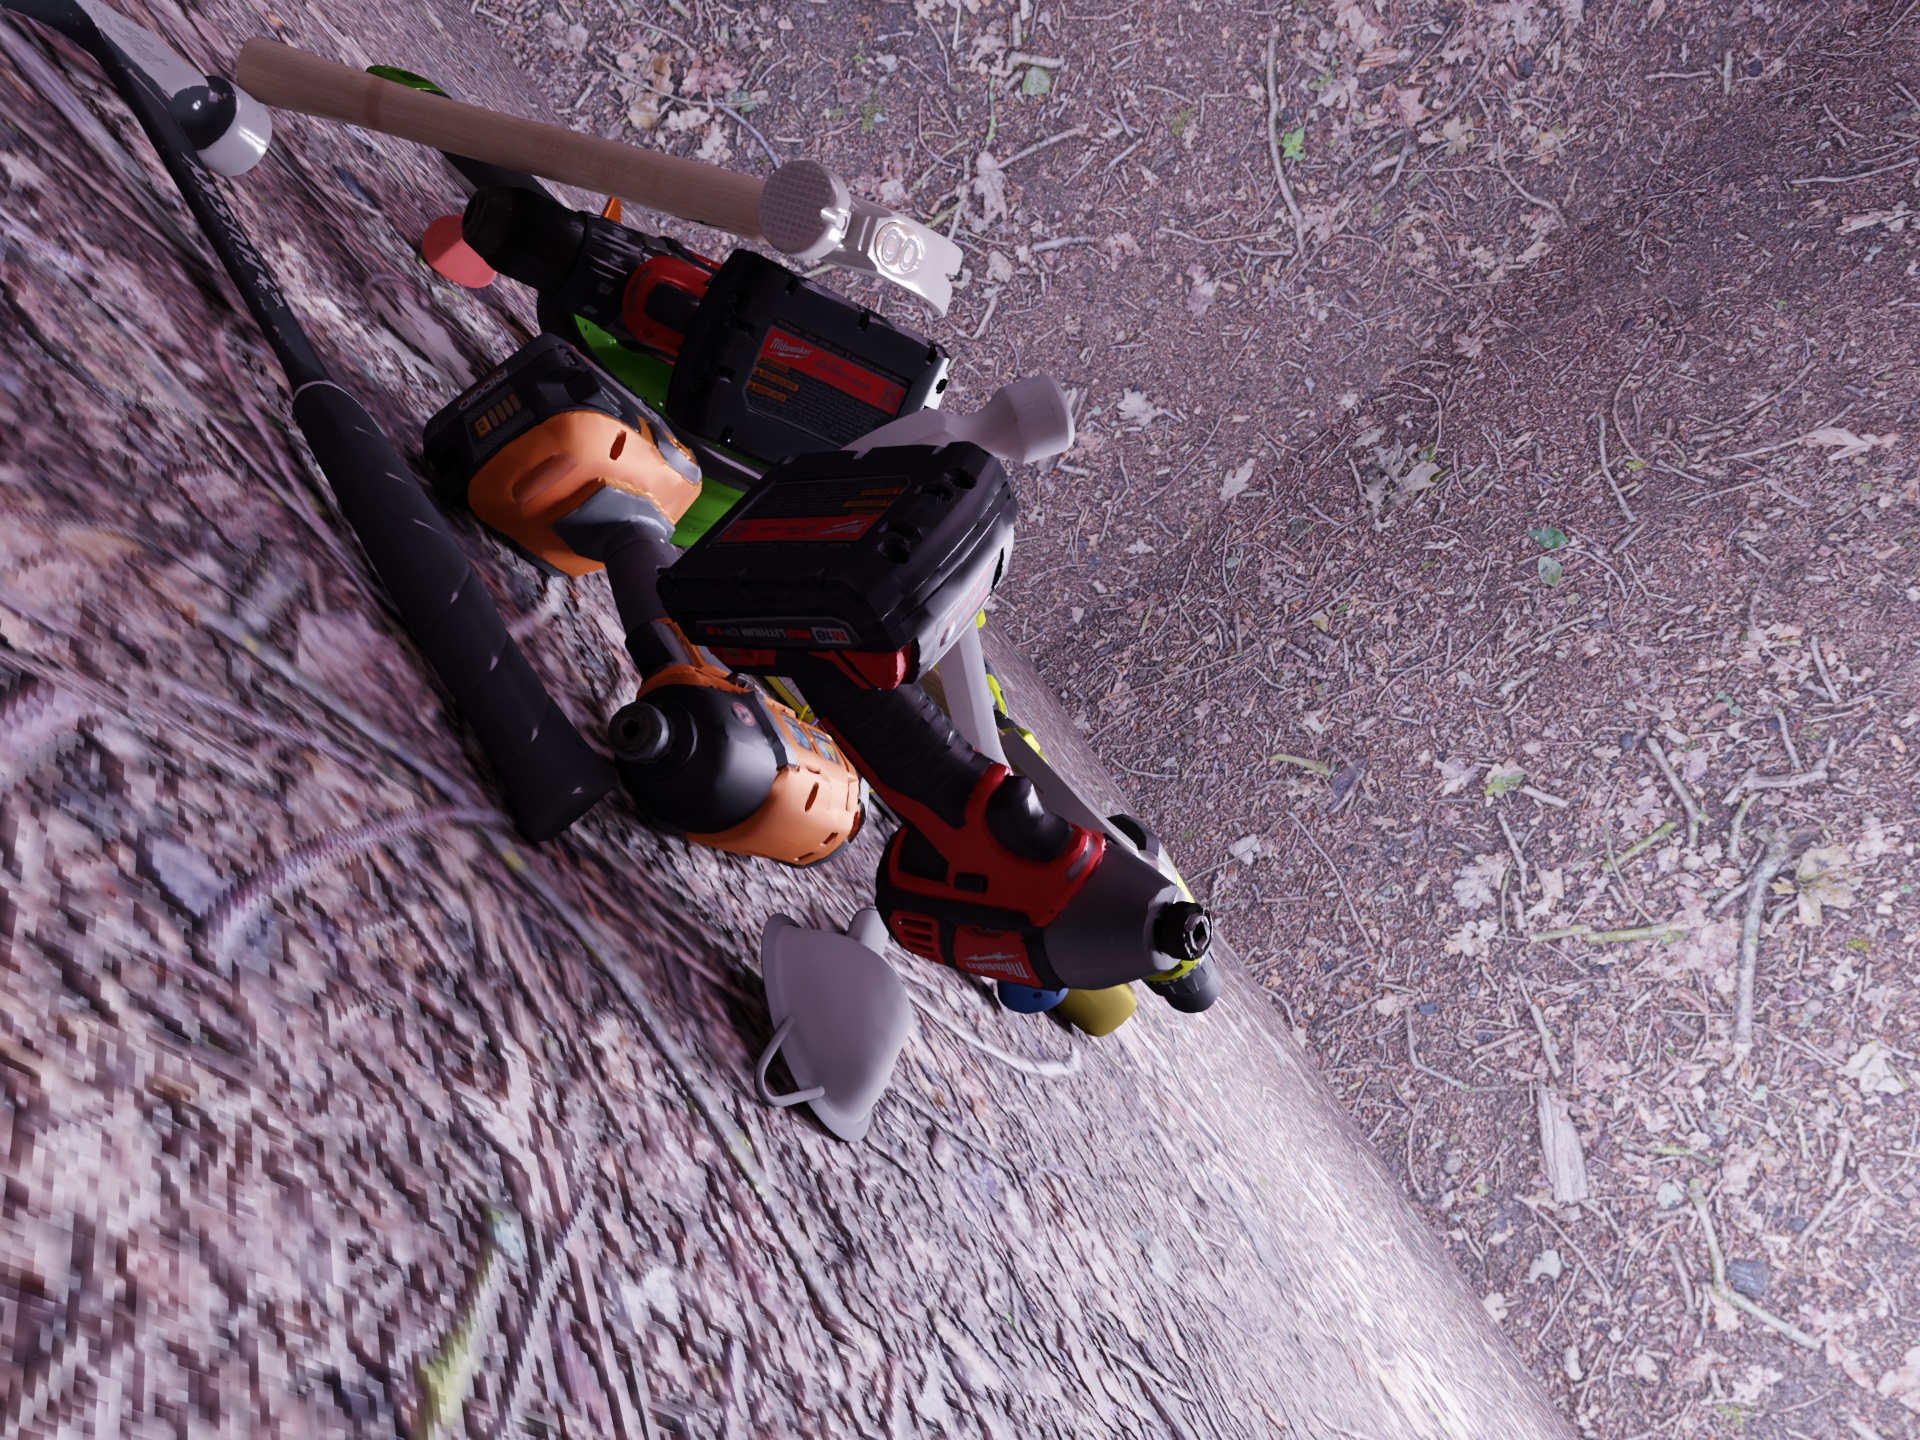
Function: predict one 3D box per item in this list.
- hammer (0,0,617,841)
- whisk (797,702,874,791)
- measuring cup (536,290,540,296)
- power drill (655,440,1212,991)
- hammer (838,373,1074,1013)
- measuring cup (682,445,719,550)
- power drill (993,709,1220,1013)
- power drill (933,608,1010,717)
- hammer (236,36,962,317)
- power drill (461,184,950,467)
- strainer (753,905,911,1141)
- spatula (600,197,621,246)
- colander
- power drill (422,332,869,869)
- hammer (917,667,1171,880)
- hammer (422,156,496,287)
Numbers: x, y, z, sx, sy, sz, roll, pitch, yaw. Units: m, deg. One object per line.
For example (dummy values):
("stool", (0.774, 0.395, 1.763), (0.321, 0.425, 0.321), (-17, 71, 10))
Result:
("hammer", (-0.233, -0.125, 0.565), (0.409, 0.036, 0.149), (54, 8, 20))
("whisk", (-0.029, 0.025, 0.945), (0.244, 0.051, 0.047), (20, 43, -61))
("measuring cup", (-0.226, -0.232, 1.066), (0.174, 0.052, 0.095), (62, -19, 6))
("power drill", (0.000, 0.013, 0.573), (0.143, 0.078, 0.219), (5, -45, 42))
("hammer", (0.005, 0.021, 0.793), (0.405, 0.144, 0.035), (77, -9, -45))
("measuring cup", (-0.150, -0.161, 1.078), (0.083, 0.038, 0.167), (58, 33, -8))
("power drill", (0.087, 0.104, 1.123), (0.229, 0.080, 0.190), (39, -13, 45))
("power drill", (-0.010, -0.055, 1.228), (0.171, 0.080, 0.223), (-101, 174, -45))
("hammer", (-0.194, -0.275, 0.781), (0.411, 0.038, 0.146), (23, 11, 24))
("power drill", (-0.127, -0.191, 0.757), (0.187, 0.080, 0.227), (18, 13, -35))
("strainer", (-0.042, 0.102, 0.642), (0.258, 0.050, 0.087), (-83, 150, -86))
("spatula", (-0.251, -0.289, 1.193), (0.081, 0.041, 0.323), (103, -26, -45))
("colander", (-0.220, -0.224, 0.927), (0.397, 0.094, 0.204), (44, 28, 8))
("power drill", (-0.132, -0.046, 0.656), (0.227, 0.084, 0.164), (58, 8, 19))
("hammer", (-0.002, -0.003, 0.999), (0.129, 0.031, 0.332), (41, 0, -44))
("hammer", (-0.334, -0.347, 1.118), (0.149, 0.036, 0.359), (50, 6, -18))
